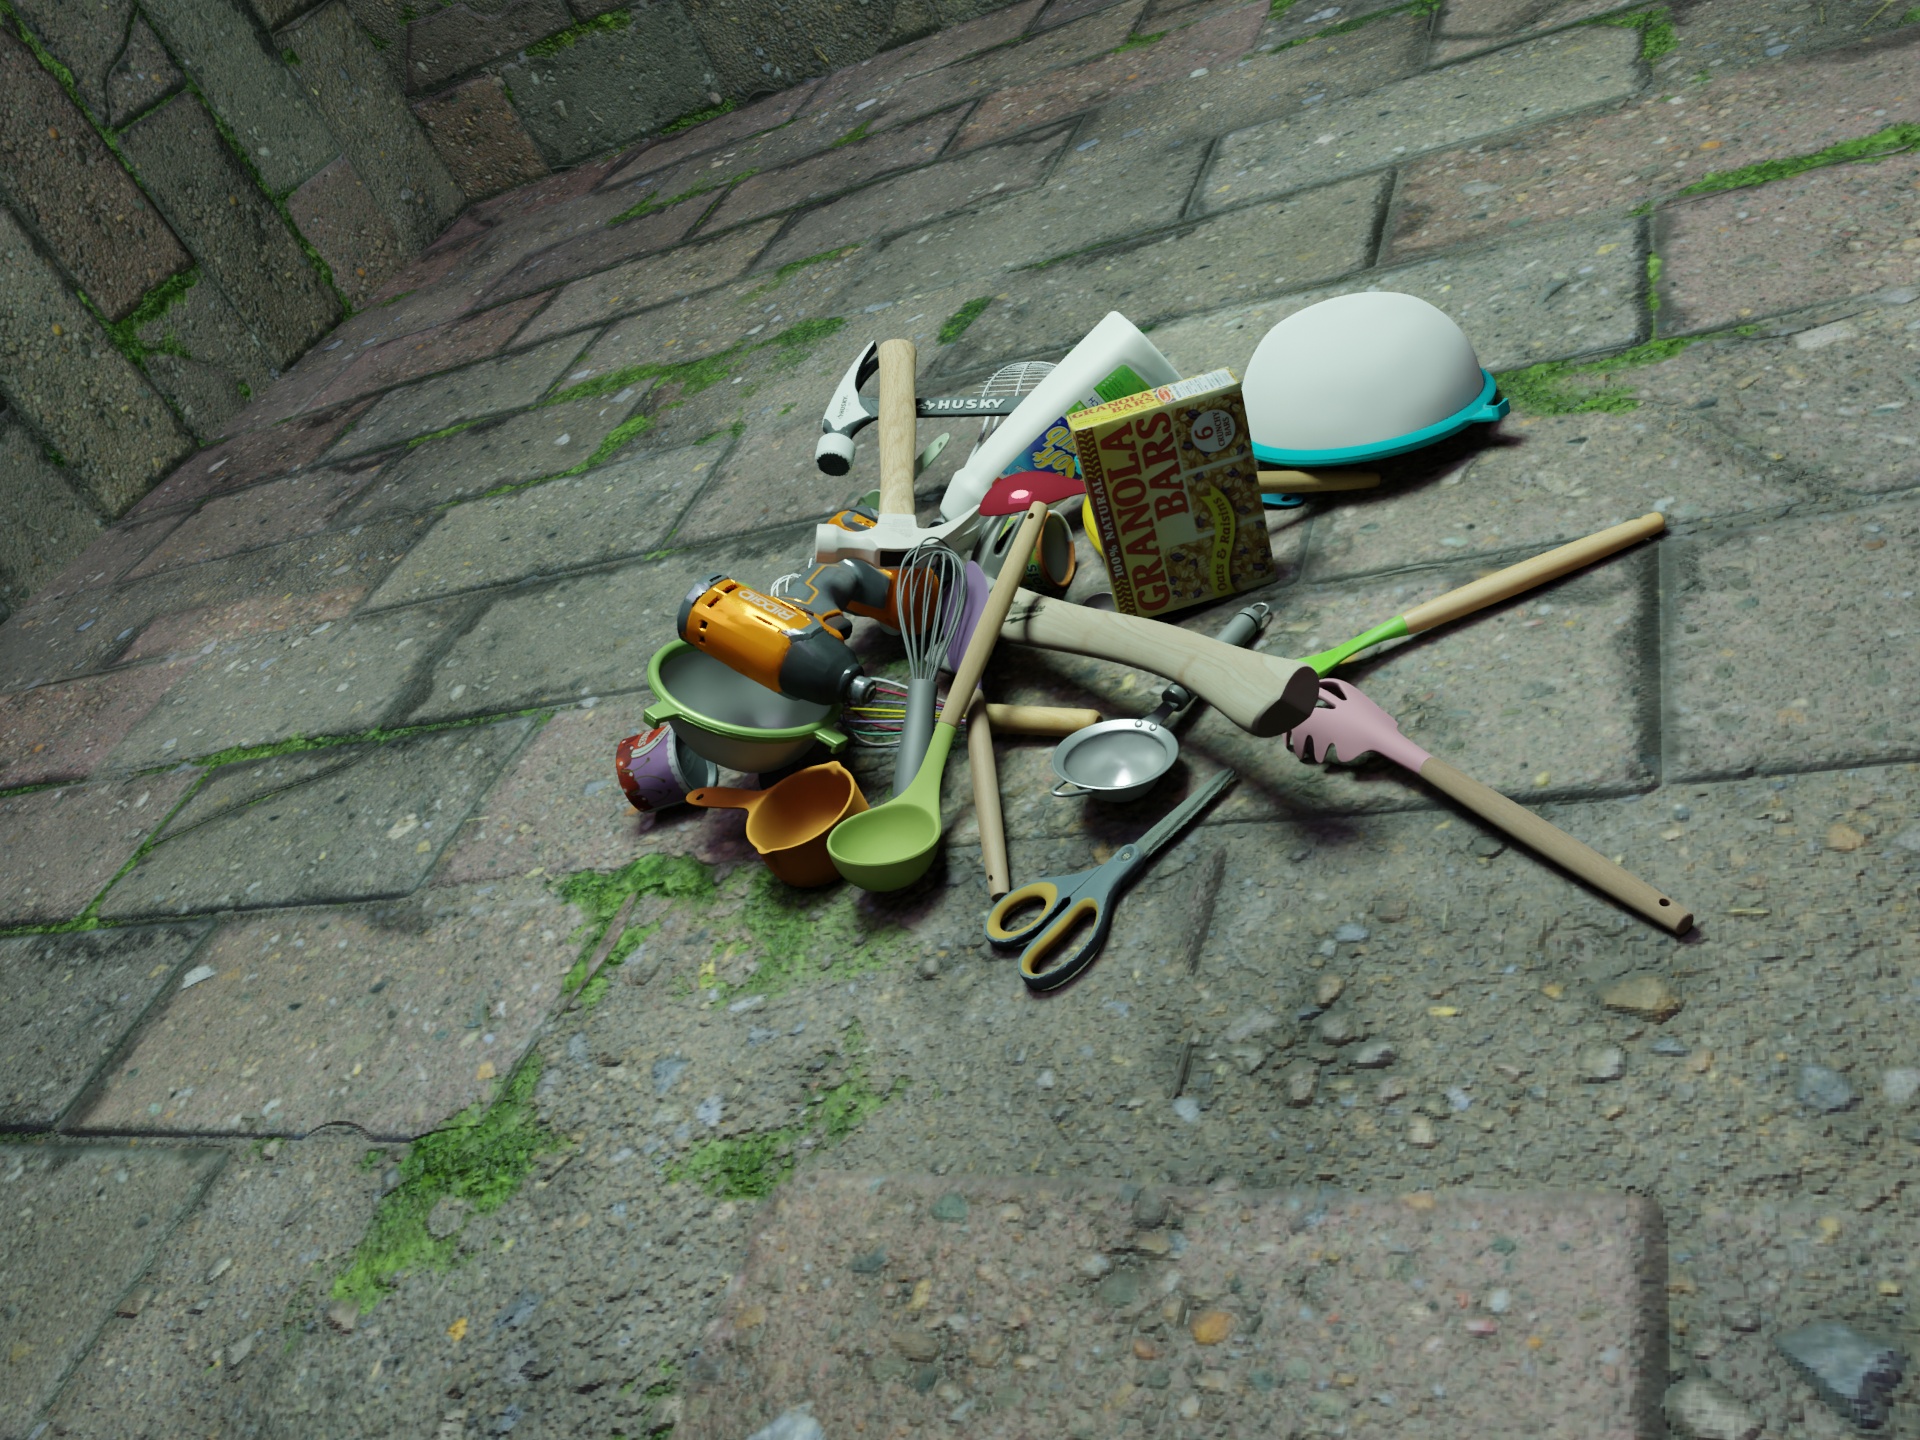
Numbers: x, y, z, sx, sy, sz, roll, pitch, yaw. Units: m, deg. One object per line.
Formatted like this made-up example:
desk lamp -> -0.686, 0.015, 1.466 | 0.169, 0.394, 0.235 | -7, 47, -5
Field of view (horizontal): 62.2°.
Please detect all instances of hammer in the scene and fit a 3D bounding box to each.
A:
hammer -> 0.076, -0.289, 1.445 | 0.409, 0.036, 0.149 | 1, 56, 13
hammer -> -0.051, -0.233, 1.351 | 0.130, 0.031, 0.332 | 3, 41, -4
hammer -> 0.107, -0.067, 1.116 | 0.411, 0.038, 0.146 | 22, 88, 58

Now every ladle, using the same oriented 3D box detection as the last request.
ladle -> -0.005, -0.025, 1.132 | 0.078, 0.062, 0.320 | 11, 70, 34
ladle -> 0.171, -0.181, 1.235 | 0.315, 0.031, 0.069 | -3, 21, -4

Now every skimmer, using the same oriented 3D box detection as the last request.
skimmer -> 0.019, -0.206, 1.479 | 0.127, 0.090, 0.363 | 5, 56, 32

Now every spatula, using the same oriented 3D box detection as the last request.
spatula -> 0.013, -0.001, 1.155 | 0.059, 0.018, 0.316 | -45, 36, 36

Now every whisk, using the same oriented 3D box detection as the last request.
whisk -> -0.001, -0.004, 1.214 | 0.245, 0.047, 0.051 | 3, 56, 33
whisk -> -0.029, -0.026, 1.180 | 0.055, 0.055, 0.239 | -7, 67, 30
whisk -> -0.142, -0.040, 1.350 | 0.070, 0.070, 0.285 | -17, 39, 17

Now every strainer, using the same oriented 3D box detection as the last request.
strainer -> -0.178, -0.030, 1.275 | 0.151, 0.069, 0.257 | 8, 28, -14
strainer -> 0.253, -0.275, 1.284 | 0.340, 0.095, 0.211 | -11, 28, 7
strainer -> 0.147, -0.009, 1.111 | 0.087, 0.050, 0.258 | 17, 48, 39

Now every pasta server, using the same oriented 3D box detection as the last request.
pasta server -> 0.298, 0.045, 0.942 | 0.060, 0.040, 0.316 | -36, 38, -11

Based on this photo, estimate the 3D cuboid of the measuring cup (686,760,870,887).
measuring cup -> -0.138, 0.078, 1.191 | 0.174, 0.052, 0.095 | 3, 45, 42

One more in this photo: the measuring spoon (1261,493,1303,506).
measuring spoon -> 0.227, -0.185, 1.315 | 0.129, 0.021, 0.042 | 17, 54, 37

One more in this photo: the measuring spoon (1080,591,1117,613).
measuring spoon -> 0.153, -0.099, 1.254 | 0.124, 0.018, 0.034 | -20, 46, 0

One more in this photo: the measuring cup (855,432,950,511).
measuring cup -> -0.048, -0.197, 1.444 | 0.167, 0.038, 0.083 | -44, 39, 34

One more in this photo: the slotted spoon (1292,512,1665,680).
slotted spoon -> 0.325, -0.074, 1.076 | 0.314, 0.031, 0.070 | -23, 10, 5

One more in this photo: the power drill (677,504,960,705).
power drill -> -0.093, -0.085, 1.262 | 0.164, 0.084, 0.226 | 28, 35, 20
